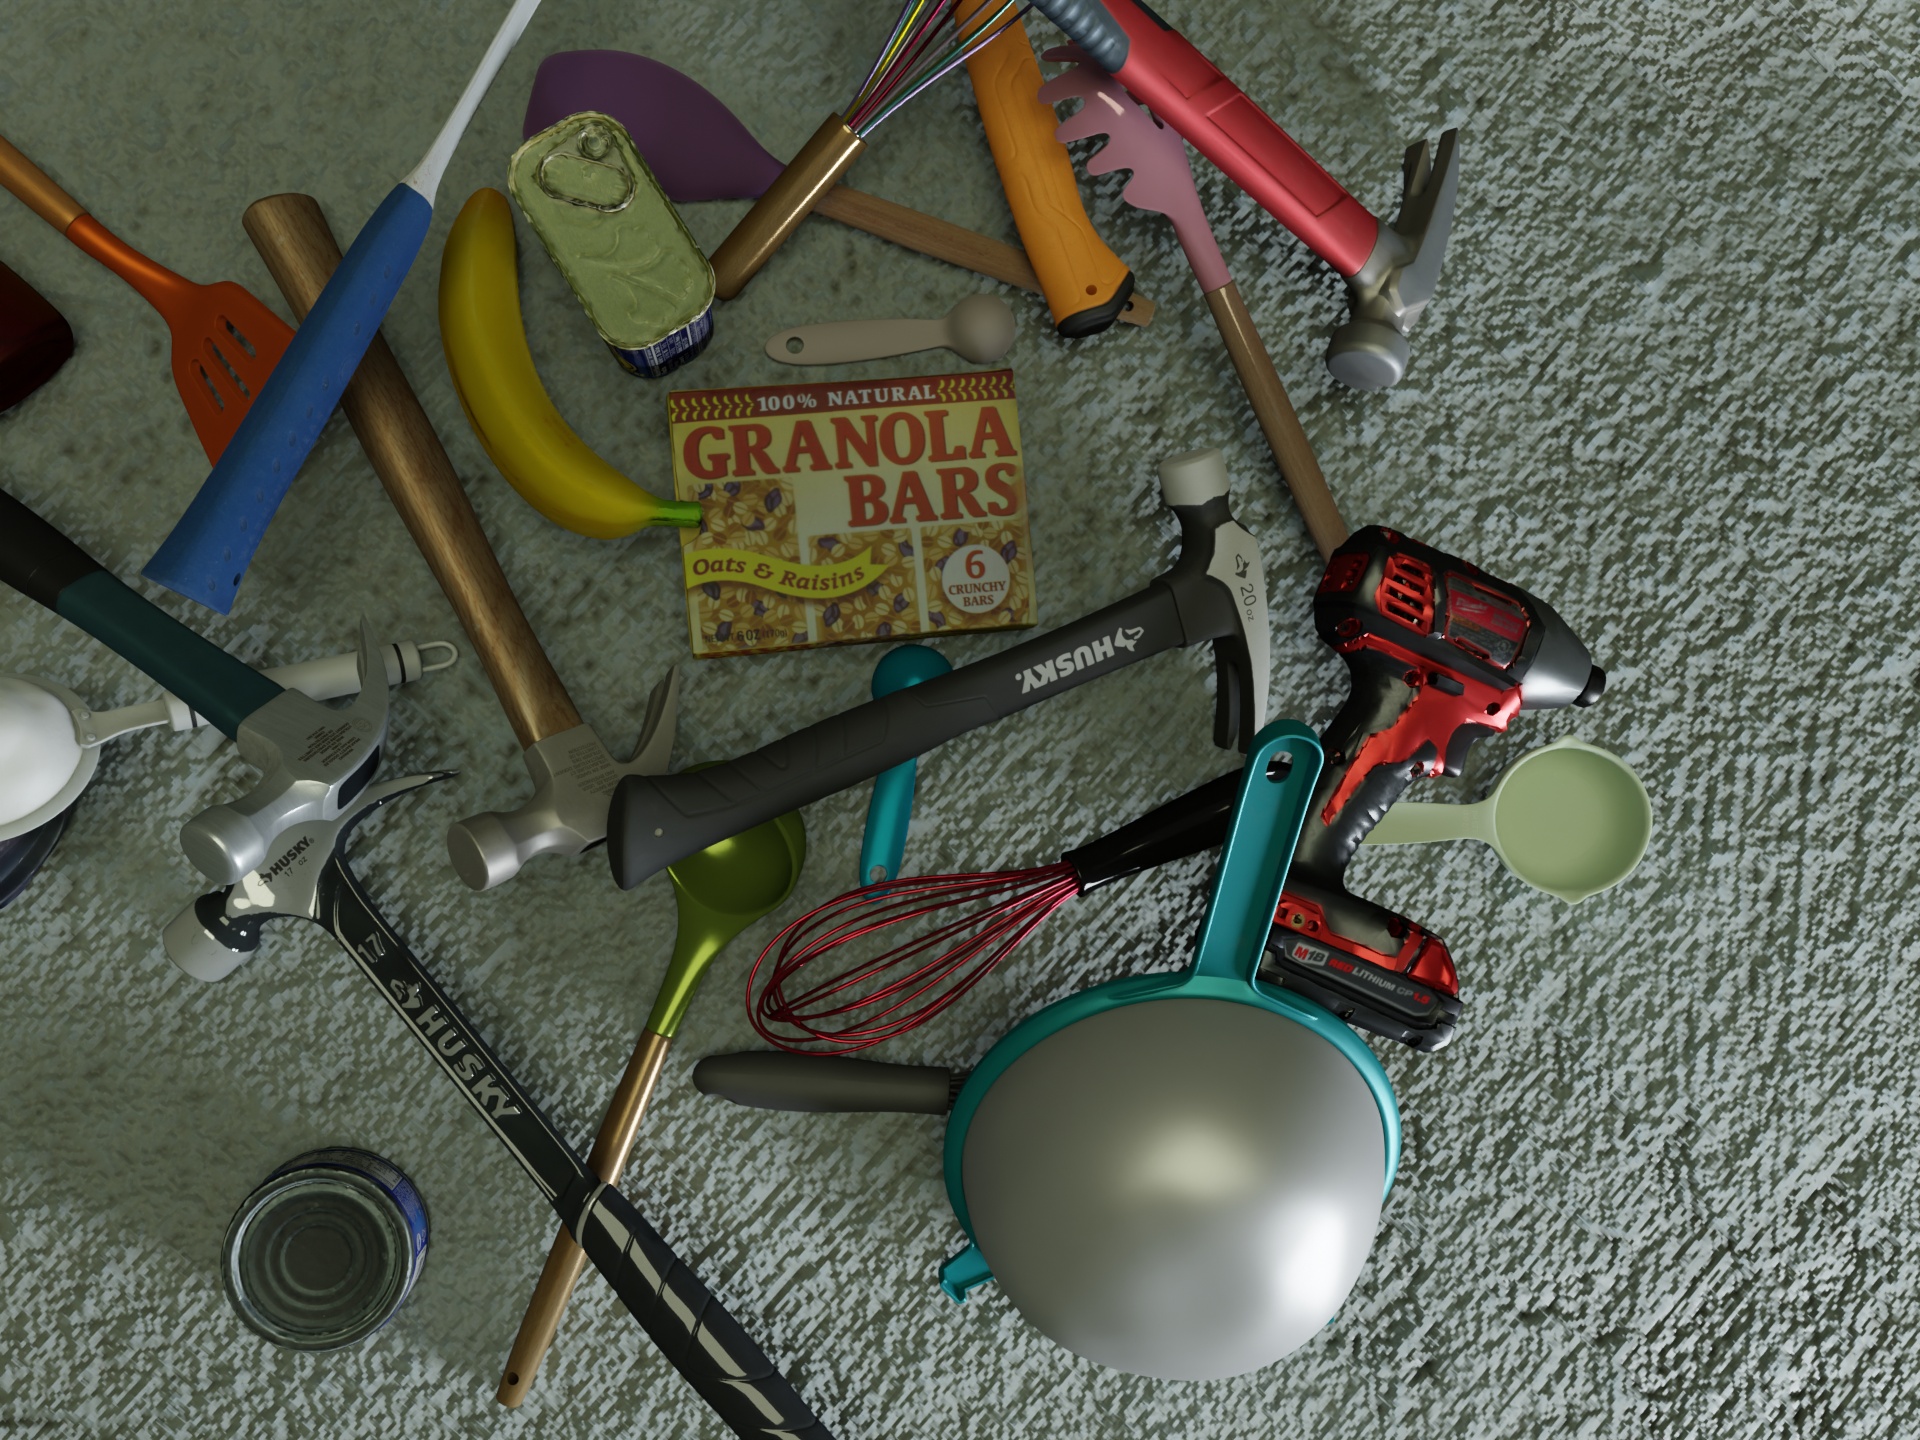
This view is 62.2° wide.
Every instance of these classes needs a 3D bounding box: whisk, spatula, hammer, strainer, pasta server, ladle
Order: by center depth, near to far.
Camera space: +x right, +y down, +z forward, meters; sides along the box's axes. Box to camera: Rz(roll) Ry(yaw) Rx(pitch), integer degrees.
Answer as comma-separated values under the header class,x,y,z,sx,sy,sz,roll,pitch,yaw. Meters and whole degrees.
class,x,y,z,sx,sy,sz,roll,pitch,yaw
strainer,0.107,0.166,0.668,0.211,0.095,0.340,7,120,-4
hammer,-0.226,-0.231,0.669,0.035,0.144,0.405,27,81,-7
hammer,-0.383,-0.061,0.675,0.331,0.033,0.128,33,43,9
strainer,-0.348,-0.006,0.689,0.258,0.050,0.087,-15,60,-28
hammer,0.083,-0.303,0.692,0.386,0.038,0.143,29,71,-31
hammer,-0.172,0.200,0.707,0.149,0.036,0.409,-41,89,7
spatula,-0.420,-0.238,0.713,0.322,0.041,0.081,41,110,-3
hammer,-0.001,-0.002,0.717,0.335,0.035,0.146,-23,106,-20
hammer,-0.233,-0.093,0.719,0.130,0.031,0.331,-24,83,-41
whisk,-0.038,-0.290,0.727,0.051,0.047,0.245,46,106,2
ladle,-0.154,0.169,0.734,0.078,0.062,0.320,22,89,14
whisk,-0.008,0.177,0.757,0.239,0.055,0.055,5,89,-3
whisk,0.036,0.082,0.760,0.296,0.073,0.073,-22,92,-14
hammer,0.003,-0.342,0.761,0.127,0.034,0.337,-19,88,-8
pasta server,0.129,-0.181,0.765,0.060,0.040,0.316,-41,110,-37
spatula,-0.054,-0.251,0.770,0.316,0.018,0.059,19,101,-6

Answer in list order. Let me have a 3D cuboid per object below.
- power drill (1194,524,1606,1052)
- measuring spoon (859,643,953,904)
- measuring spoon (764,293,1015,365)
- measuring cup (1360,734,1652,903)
class,x,y,z,sx,sy,sz,roll,pitch,yaw
power drill,0.209,0.033,0.747,0.143,0.078,0.220,22,89,-11
measuring spoon,-0.029,0.026,0.767,0.042,0.021,0.128,11,86,-7
measuring spoon,-0.033,-0.187,0.772,0.124,0.018,0.034,-7,90,-6
measuring cup,0.256,0.050,0.802,0.167,0.038,0.083,-2,89,10
